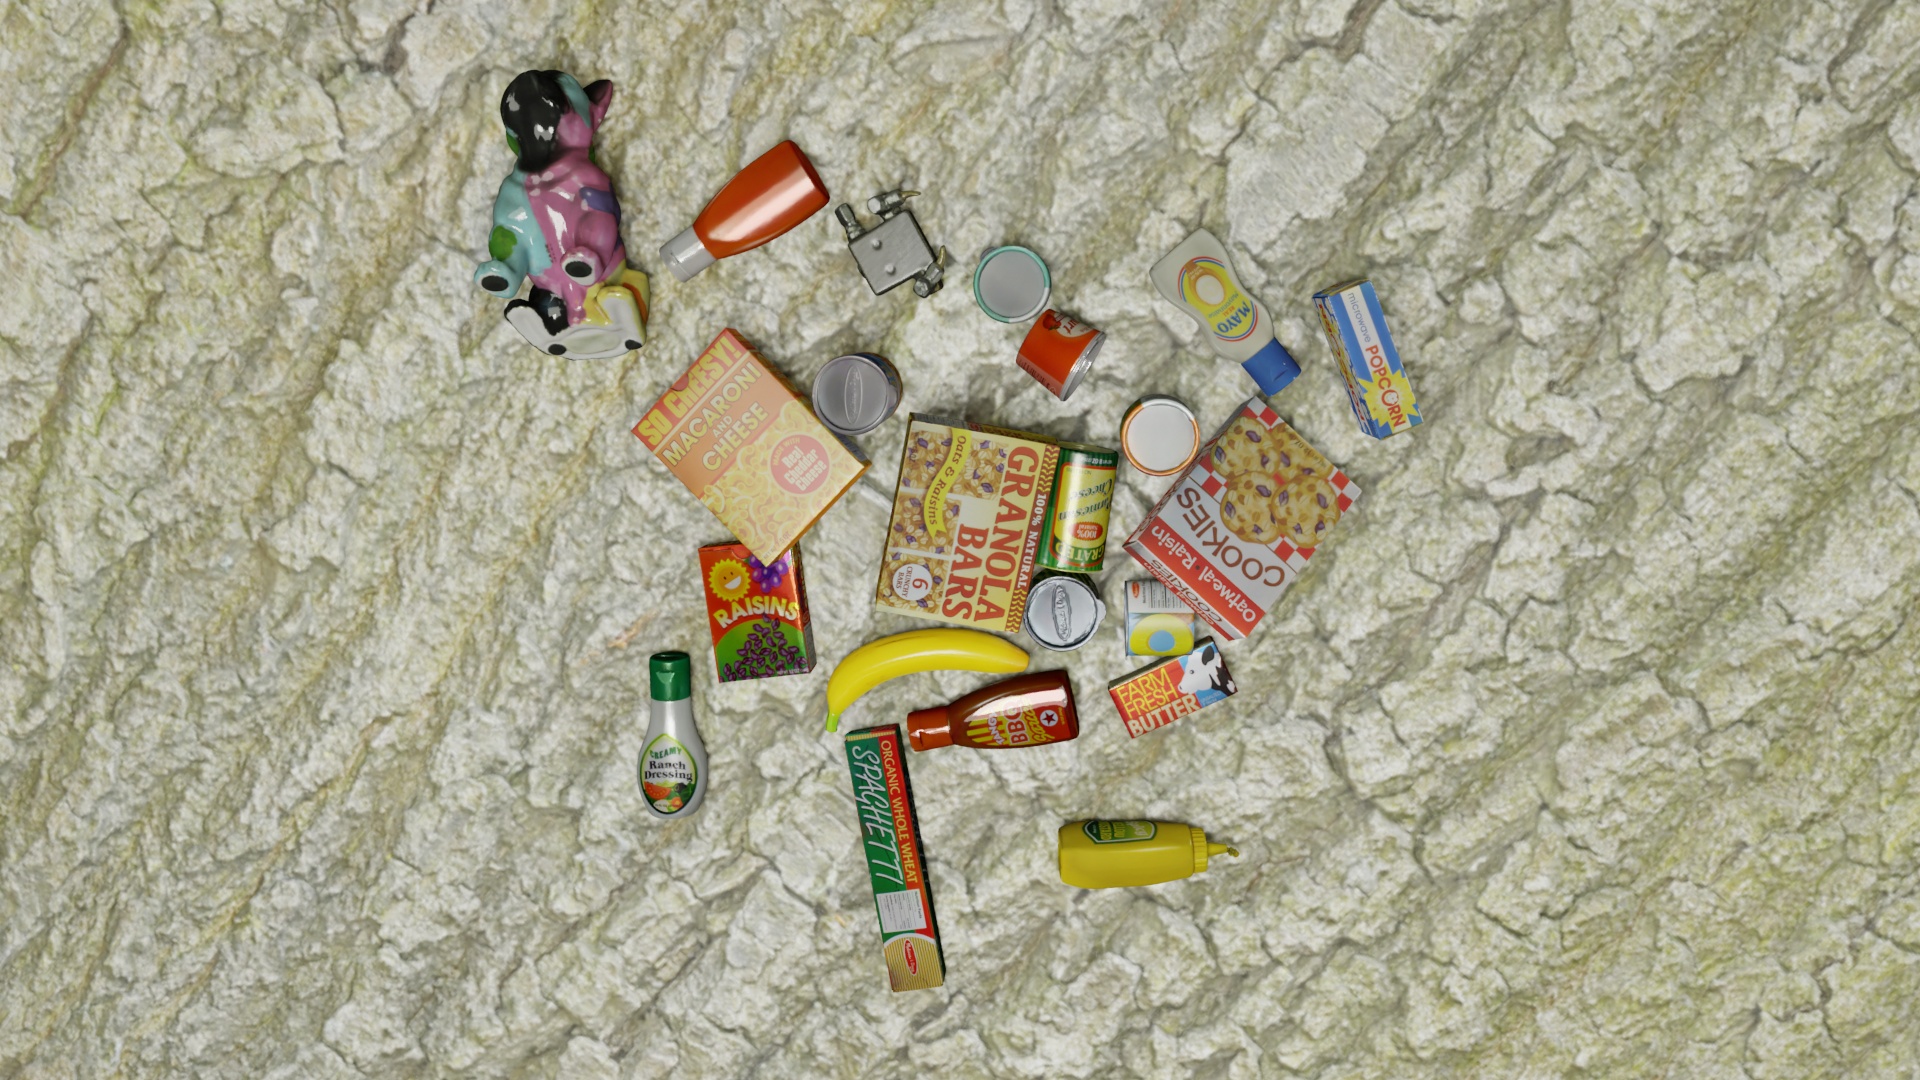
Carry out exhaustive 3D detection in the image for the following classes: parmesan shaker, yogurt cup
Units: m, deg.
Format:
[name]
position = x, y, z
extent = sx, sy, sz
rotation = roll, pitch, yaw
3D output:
[parmesan shaker]
position = 0.094, -0.030, 1.187
extent = 0.071, 0.071, 0.103
rotation = 8, 100, 4
[yogurt cup]
position = 0.083, -0.159, 1.171
extent = 0.054, 0.072, 0.072
rotation = 33, 101, 7

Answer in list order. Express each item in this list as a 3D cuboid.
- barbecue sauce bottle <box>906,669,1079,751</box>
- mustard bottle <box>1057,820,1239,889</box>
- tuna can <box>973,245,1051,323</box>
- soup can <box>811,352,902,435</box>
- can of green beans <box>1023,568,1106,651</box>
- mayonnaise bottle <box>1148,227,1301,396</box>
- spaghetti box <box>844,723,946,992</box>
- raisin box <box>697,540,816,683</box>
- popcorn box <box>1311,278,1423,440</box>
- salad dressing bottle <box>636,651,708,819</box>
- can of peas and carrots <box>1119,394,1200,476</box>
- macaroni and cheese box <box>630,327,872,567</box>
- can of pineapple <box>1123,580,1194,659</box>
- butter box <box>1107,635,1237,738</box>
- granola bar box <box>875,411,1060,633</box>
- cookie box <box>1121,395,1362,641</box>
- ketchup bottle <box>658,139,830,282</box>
[barbecue sauce bottle]
position = 0.028, 0.158, 1.235
extent = 0.148, 0.044, 0.064
rotation = -11, 110, 7
[mustard bottle]
position = 0.167, 0.276, 1.234
extent = 0.160, 0.065, 0.048
rotation = -3, 105, 0
[tuna can]
position = 0.042, -0.219, 1.179
extent = 0.071, 0.033, 0.071
rotation = 1, 100, 5
[soup can]
position = -0.083, -0.126, 1.179
extent = 0.071, 0.084, 0.071
rotation = 1, 100, 5
[can of green beans]
position = 0.088, 0.058, 1.207
extent = 0.071, 0.058, 0.071
rotation = 1, 99, 5
[mayonnaise bottle]
position = 0.226, -0.188, 1.164
extent = 0.064, 0.041, 0.148
rotation = -40, 93, 8
[spaghetti box]
position = -0.059, 0.290, 1.271
extent = 0.050, 0.029, 0.249
rotation = -9, 98, 7
[raisin box]
position = -0.181, 0.060, 1.241
extent = 0.086, 0.040, 0.123
rotation = -6, 98, 7
[popcorn box]
position = 0.332, -0.150, 1.138
extent = 0.038, 0.085, 0.126
rotation = -21, 96, 8
[salad dressing bottle]
position = -0.263, 0.177, 1.264
extent = 0.064, 0.044, 0.147
rotation = 0, 99, 4
[can of peas and carrots]
position = 0.168, -0.087, 1.176
extent = 0.071, 0.059, 0.070
rotation = 1, 99, 5
[macaroni and cheese box]
position = -0.178, -0.080, 1.182
extent = 0.166, 0.040, 0.123
rotation = 45, 99, 0
[can of pineapple]
position = 0.171, 0.068, 1.198
extent = 0.058, 0.071, 0.071
rotation = 0, 99, 5
[butter box]
position = 0.187, 0.130, 1.227
extent = 0.103, 0.024, 0.053
rotation = -26, 95, 8
[granola bar box]
position = 0.004, -0.014, 1.145
extent = 0.124, 0.039, 0.165
rotation = 10, 108, -7
[cookie box]
position = 0.235, -0.018, 1.161
extent = 0.123, 0.040, 0.168
rotation = 42, 77, -3
[ketchup bottle]
position = -0.188, -0.276, 1.185
extent = 0.148, 0.043, 0.064
rotation = -32, 94, 9
